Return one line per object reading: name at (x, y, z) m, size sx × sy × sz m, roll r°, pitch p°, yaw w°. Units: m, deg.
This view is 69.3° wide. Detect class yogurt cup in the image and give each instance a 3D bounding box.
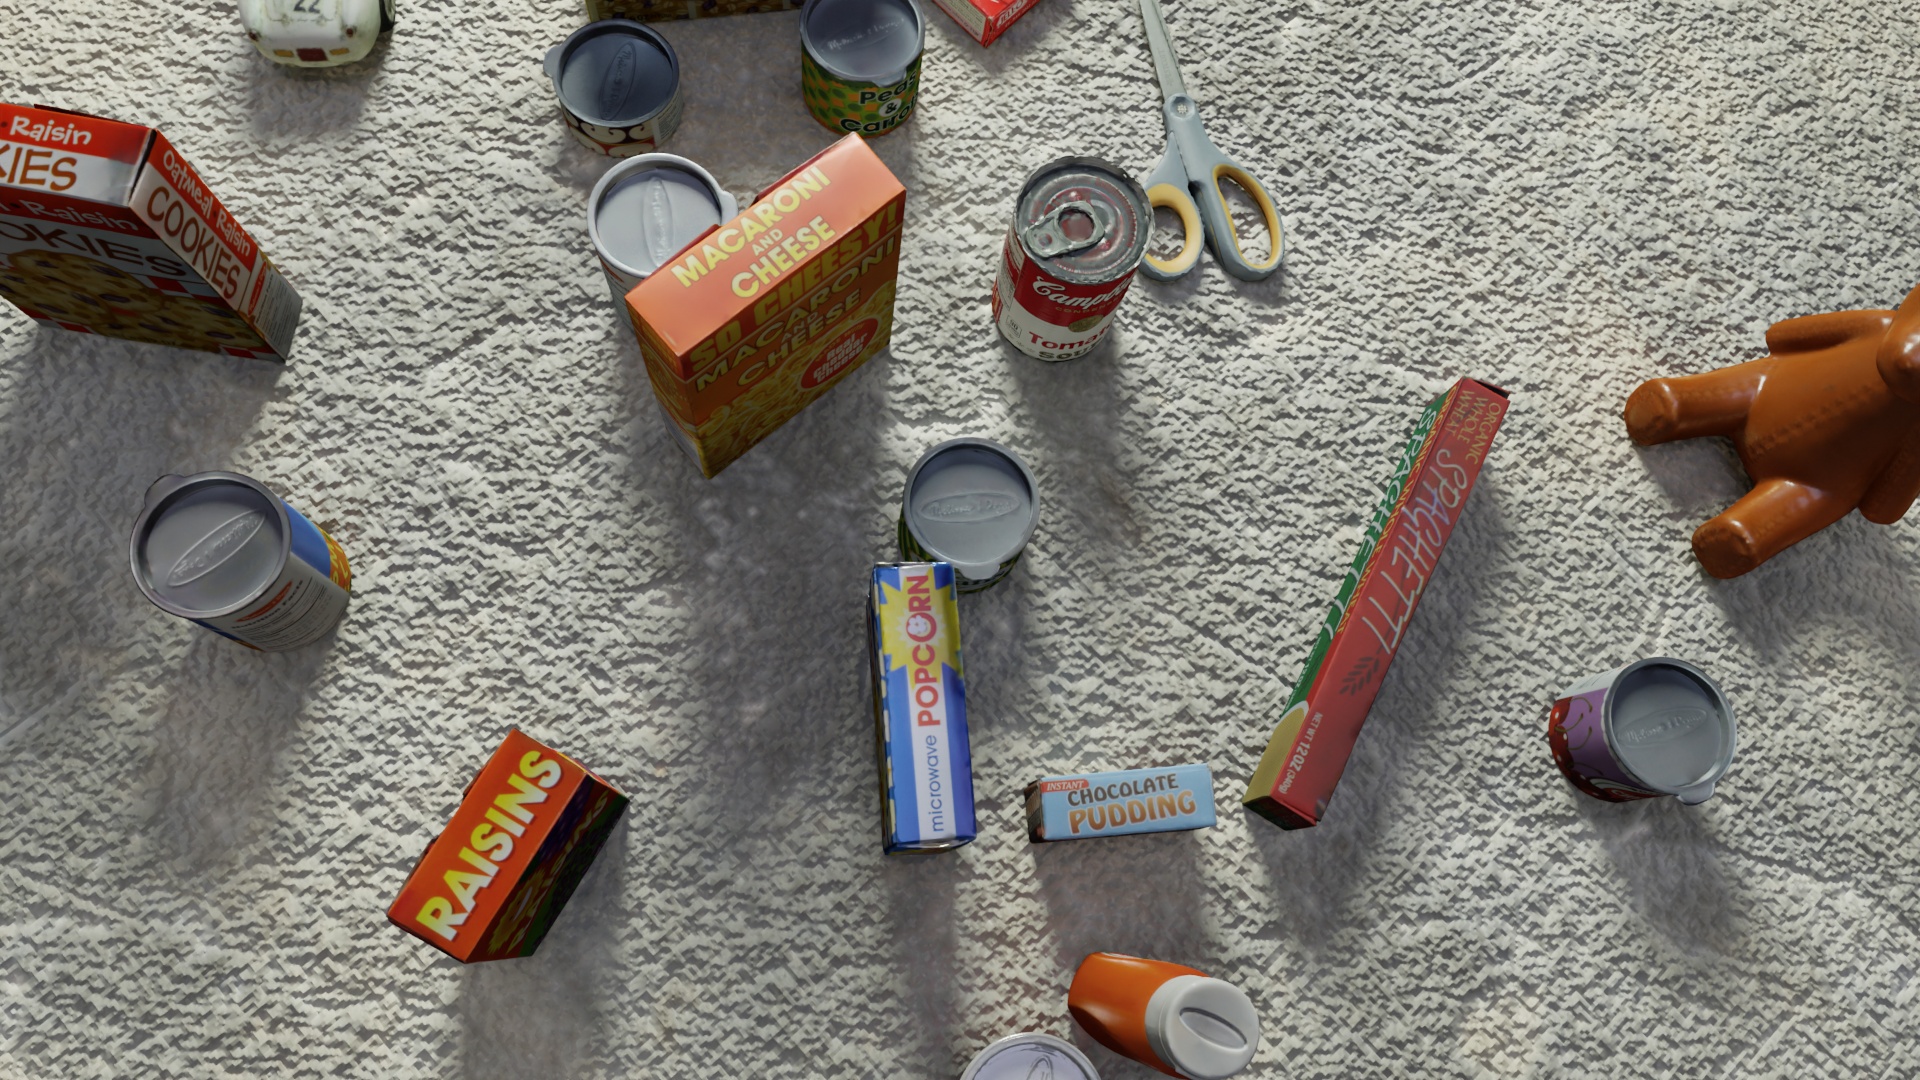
yogurt cup at (0.028, 0.253, 0.617) m, size 0.072 × 0.053 × 0.072 m, roll 1°, pitch 74°, yaw -5°

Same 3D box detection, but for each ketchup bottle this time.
ketchup bottle at (0.087, 0.202, 0.588) m, size 0.065 × 0.148 × 0.043 m, roll 25°, pitch 74°, yaw 2°

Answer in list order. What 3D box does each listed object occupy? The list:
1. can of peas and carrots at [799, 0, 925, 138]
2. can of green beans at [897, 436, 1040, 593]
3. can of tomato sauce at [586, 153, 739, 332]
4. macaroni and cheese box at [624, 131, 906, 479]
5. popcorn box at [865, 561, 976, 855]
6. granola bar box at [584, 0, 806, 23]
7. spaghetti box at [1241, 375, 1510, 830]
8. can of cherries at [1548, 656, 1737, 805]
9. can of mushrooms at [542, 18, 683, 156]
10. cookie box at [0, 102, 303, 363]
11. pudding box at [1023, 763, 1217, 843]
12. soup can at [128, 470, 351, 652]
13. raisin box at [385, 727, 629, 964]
can of peas and carrots at (-0.052, -0.258, 0.750) m, size 0.071 × 0.058 × 0.071 m, roll 1°, pitch 75°, yaw -5°
can of green beans at (0.003, -0.011, 0.686) m, size 0.071 × 0.057 × 0.071 m, roll 1°, pitch 75°, yaw -5°
can of tomato sauce at (-0.145, -0.144, 0.696) m, size 0.071 × 0.083 × 0.071 m, roll 1°, pitch 75°, yaw -5°
macaroni and cheese box at (-0.087, -0.102, 0.646) m, size 0.124 × 0.166 × 0.040 m, roll -40°, pitch 82°, yaw -14°
popcorn box at (-0.020, 0.080, 0.644) m, size 0.038 × 0.085 × 0.127 m, roll -3°, pitch 75°, yaw -6°
granola bar box at (-0.122, -0.328, 0.728) m, size 0.166 × 0.124 × 0.039 m, roll -9°, pitch 76°, yaw -8°
spaghetti box at (0.211, 0.028, 0.700) m, size 0.029 × 0.050 × 0.251 m, roll 29°, pitch 74°, yaw 3°
can of cherries at (0.336, 0.098, 0.689) m, size 0.071 × 0.058 × 0.071 m, roll 1°, pitch 75°, yaw -5°
can of mushrooms at (-0.185, -0.243, 0.745) m, size 0.071 × 0.033 × 0.071 m, roll 1°, pitch 74°, yaw -5°
cookie box at (-0.391, -0.138, 0.626) m, size 0.123 × 0.167 × 0.040 m, roll 9°, pitch 74°, yaw -3°
pudding box at (0.075, 0.125, 0.659) m, size 0.084 × 0.049 × 0.030 m, roll -3°, pitch 75°, yaw -7°
soup can at (-0.327, 0.010, 0.634) m, size 0.071 × 0.083 × 0.071 m, roll 1°, pitch 75°, yaw -5°
raisin box at (-0.188, 0.132, 0.593) m, size 0.040 × 0.123 × 0.086 m, roll 30°, pitch 74°, yaw 3°
